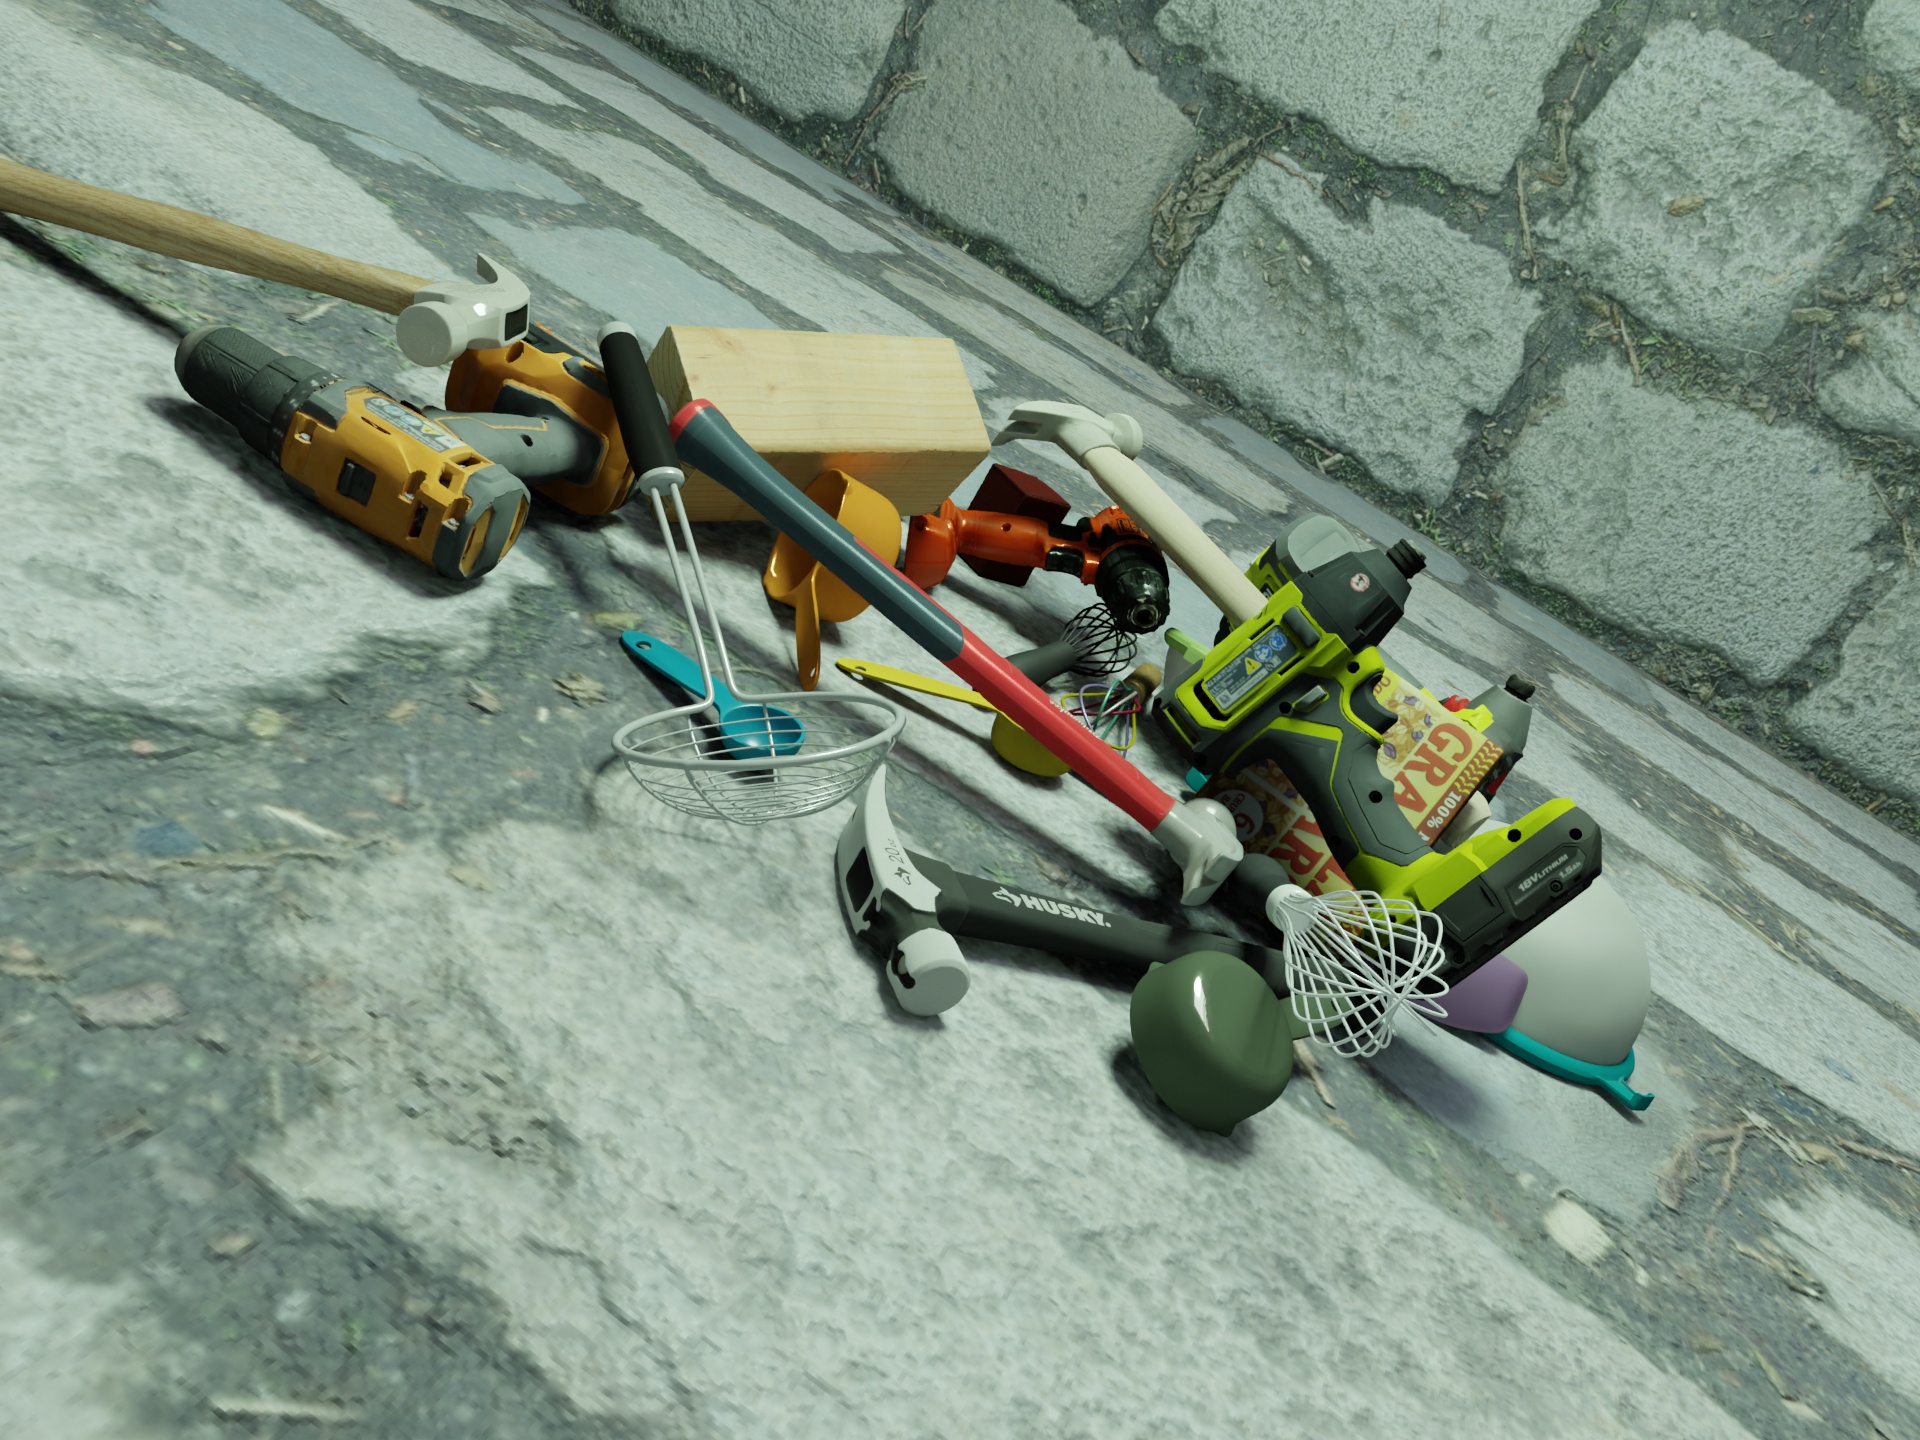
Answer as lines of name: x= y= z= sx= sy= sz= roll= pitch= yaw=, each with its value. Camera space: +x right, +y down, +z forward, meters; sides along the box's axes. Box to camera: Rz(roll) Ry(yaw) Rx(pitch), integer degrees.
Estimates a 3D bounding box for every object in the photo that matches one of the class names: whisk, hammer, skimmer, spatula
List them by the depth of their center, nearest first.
whisk: x=0.163 y=0.093 z=0.740 sx=0.070 sy=0.070 sz=0.284 roll=29 pitch=3 yaw=-3
skimmer: x=-0.129 y=-0.095 z=0.768 sx=0.127 sy=0.090 sz=0.364 roll=-9 pitch=54 yaw=-20
hammer: x=0.088 y=0.108 z=0.785 sx=0.334 sy=0.035 sz=0.146 roll=17 pitch=25 yaw=-32
hammer: x=-0.009 y=-0.042 z=0.849 sx=0.386 sy=0.038 sz=0.143 roll=39 pitch=10 yaw=5
hammer: x=-0.386 y=-0.253 z=0.851 sx=0.331 sy=0.031 sz=0.130 roll=17 pitch=25 yaw=8
spatula: x=0.191 y=0.094 z=0.957 sx=0.316 sy=0.060 sz=0.018 roll=30 pitch=-23 yaw=9
hammer: x=0.185 y=-0.073 z=1.050 sx=0.146 sy=0.038 sz=0.411 roll=-7 pitch=49 yaw=-50
whisk: x=0.109 y=-0.017 z=1.083 sx=0.047 sy=0.051 sz=0.245 roll=10 pitch=12 yaw=13
whisk: x=0.066 y=-0.042 z=1.090 sx=0.055 sy=0.055 sz=0.239 roll=37 pitch=26 yaw=16

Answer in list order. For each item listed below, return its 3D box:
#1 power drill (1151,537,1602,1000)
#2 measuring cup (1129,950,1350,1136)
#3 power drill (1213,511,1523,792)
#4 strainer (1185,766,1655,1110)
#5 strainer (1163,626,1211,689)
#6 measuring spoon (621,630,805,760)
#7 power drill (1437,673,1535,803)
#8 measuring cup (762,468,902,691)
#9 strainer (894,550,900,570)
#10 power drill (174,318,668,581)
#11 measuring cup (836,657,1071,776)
power drill: x=0.233 y=0.022 z=0.863 sx=0.223 sy=0.171 sz=0.080 roll=55 pitch=13 yaw=21
measuring cup: x=0.146 y=0.137 z=0.734 sx=0.167 sy=0.038 sz=0.083 roll=-2 pitch=63 yaw=-45
power drill: x=0.281 y=-0.023 z=1.163 sx=0.080 sy=0.190 sz=0.228 roll=-34 pitch=79 yaw=-20
strainer: x=0.312 y=0.095 z=1.029 sx=0.340 sy=0.095 sz=0.211 roll=32 pitch=21 yaw=0
strainer: x=0.182 y=-0.007 z=1.151 sx=0.151 sy=0.069 sz=0.256 roll=32 pitch=5 yaw=-12
measuring spoon: x=-0.129 y=-0.009 z=0.795 sx=0.129 sy=0.021 sz=0.042 roll=33 pitch=34 yaw=31
power drill: x=0.335 y=-0.016 z=1.251 sx=0.220 sy=0.143 sz=0.078 roll=38 pitch=20 yaw=26
measuring cup: x=-0.071 y=-0.073 z=0.944 sx=0.052 sy=0.095 sz=0.174 roll=24 pitch=39 yaw=-29
strainer: x=-0.096 y=-0.169 z=1.166 sx=0.086 sy=0.050 sz=0.259 roll=34 pitch=11 yaw=-40
power drill: x=-0.280 y=-0.161 z=0.850 sx=0.185 sy=0.084 sz=0.226 roll=31 pitch=25 yaw=5
measuring cup: x=-0.002 y=-0.003 z=0.946 sx=0.156 sy=0.029 sz=0.062 roll=17 pitch=22 yaw=-3
